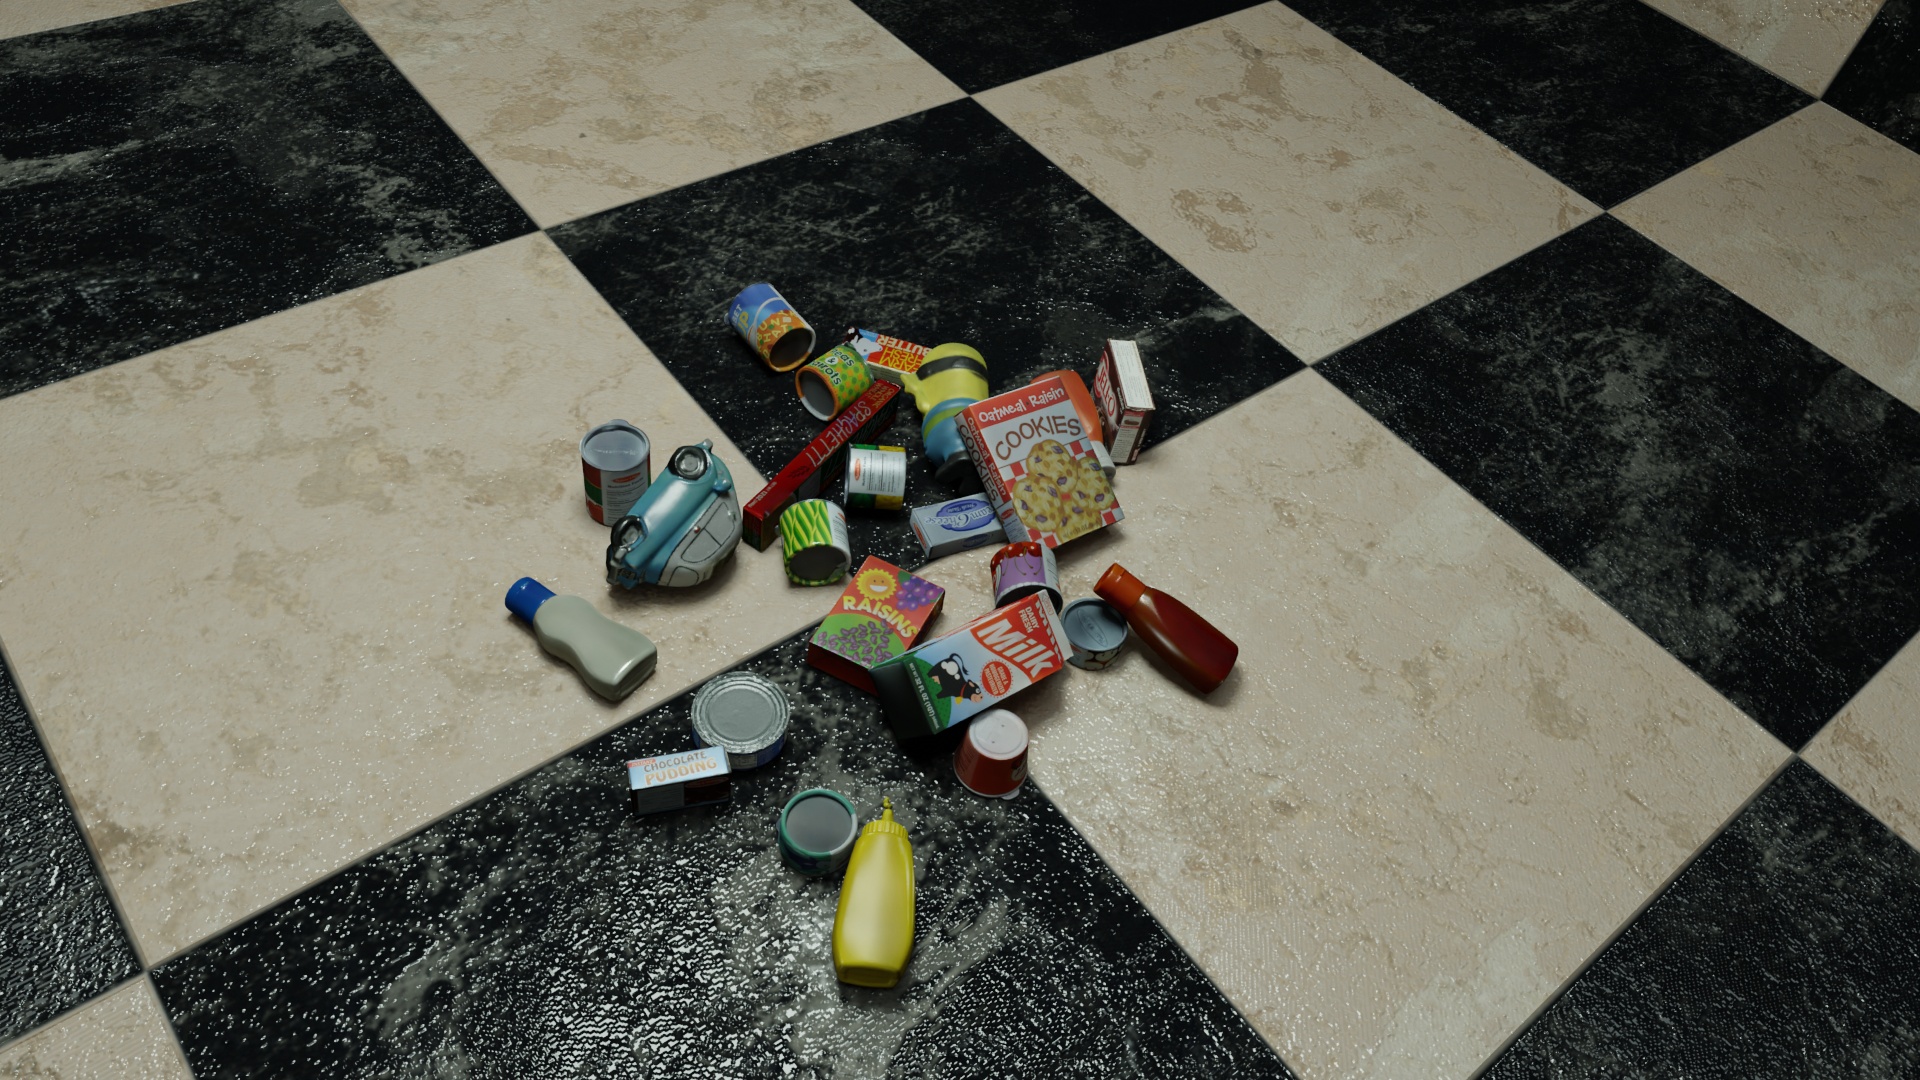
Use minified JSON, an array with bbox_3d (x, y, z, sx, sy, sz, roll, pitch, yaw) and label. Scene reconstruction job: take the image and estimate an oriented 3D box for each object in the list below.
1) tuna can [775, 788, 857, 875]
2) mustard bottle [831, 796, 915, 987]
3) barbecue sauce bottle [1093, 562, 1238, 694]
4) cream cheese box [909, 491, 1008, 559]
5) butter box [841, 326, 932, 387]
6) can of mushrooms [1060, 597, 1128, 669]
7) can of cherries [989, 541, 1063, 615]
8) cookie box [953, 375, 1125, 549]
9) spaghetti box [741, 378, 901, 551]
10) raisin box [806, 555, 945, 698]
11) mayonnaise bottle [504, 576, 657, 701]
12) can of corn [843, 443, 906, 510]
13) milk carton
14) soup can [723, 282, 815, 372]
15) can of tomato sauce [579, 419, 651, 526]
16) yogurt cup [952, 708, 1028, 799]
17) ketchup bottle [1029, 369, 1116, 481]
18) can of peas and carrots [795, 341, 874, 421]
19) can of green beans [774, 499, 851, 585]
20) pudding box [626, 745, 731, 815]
[{"bbox_3d":[-0.122,0.244,1.170,0.071,0.032,0.071,6,48,-6],"label":"tuna can"},{"bbox_3d":[-0.066,0.282,1.136,0.065,0.048,0.161,9,47,-3],"label":"mustard bottle"},{"bbox_3d":[0.196,0.080,1.336,0.148,0.043,0.065,39,42,-1],"label":"barbecue sauce bottle"},{"bbox_3d":[0.005,-0.018,1.431,0.104,0.024,0.053,-14,53,-21],"label":"cream cheese box"},{"bbox_3d":[-0.085,-0.207,1.582,0.103,0.024,0.053,16,49,4],"label":"butter box"},{"bbox_3d":[0.130,0.090,1.352,0.071,0.033,0.071,5,48,-5],"label":"can of mushrooms"},{"bbox_3d":[0.061,0.043,1.360,0.071,0.071,0.059,1,48,-9],"label":"can of cherries"},{"bbox_3d":[0.081,-0.075,1.431,0.123,0.040,0.167,-21,84,-33],"label":"cookie box"},{"bbox_3d":[-0.141,-0.083,1.446,0.029,0.049,0.251,29,50,14],"label":"spaghetti box"},{"bbox_3d":[-0.078,0.081,1.318,0.086,0.039,0.124,23,50,11],"label":"raisin box"},{"bbox_3d":[-0.350,0.084,1.266,0.148,0.041,0.065,31,49,18],"label":"mayonnaise bottle"},{"bbox_3d":[-0.089,-0.065,1.431,0.058,0.070,0.071,4,48,-8],"label":"can of corn"},{"bbox_3d":[0.020,0.109,1.268,0.191,0.073,0.072,-23,90,-32],"label":"milk carton"},{"bbox_3d":[-0.214,-0.237,1.559,0.071,0.071,0.084,-26,58,-29],"label":"soup can"},{"bbox_3d":[-0.339,-0.066,1.371,0.071,0.082,0.071,5,48,-6],"label":"can of tomato sauce"},{"bbox_3d":[0.030,0.186,1.235,0.072,0.053,0.073,5,48,-5],"label":"yogurt cup"},{"bbox_3d":[0.127,-0.124,1.534,0.065,0.043,0.149,-14,53,-13],"label":"ketchup bottle"},{"bbox_3d":[-0.137,-0.173,1.512,0.071,0.070,0.059,37,53,21],"label":"can of peas and carrots"},{"bbox_3d":[-0.142,0.003,1.358,0.071,0.071,0.058,-3,50,-13],"label":"can of green beans"},{"bbox_3d":[-0.237,0.203,1.174,0.084,0.049,0.030,-7,52,-15],"label":"pudding box"}]
